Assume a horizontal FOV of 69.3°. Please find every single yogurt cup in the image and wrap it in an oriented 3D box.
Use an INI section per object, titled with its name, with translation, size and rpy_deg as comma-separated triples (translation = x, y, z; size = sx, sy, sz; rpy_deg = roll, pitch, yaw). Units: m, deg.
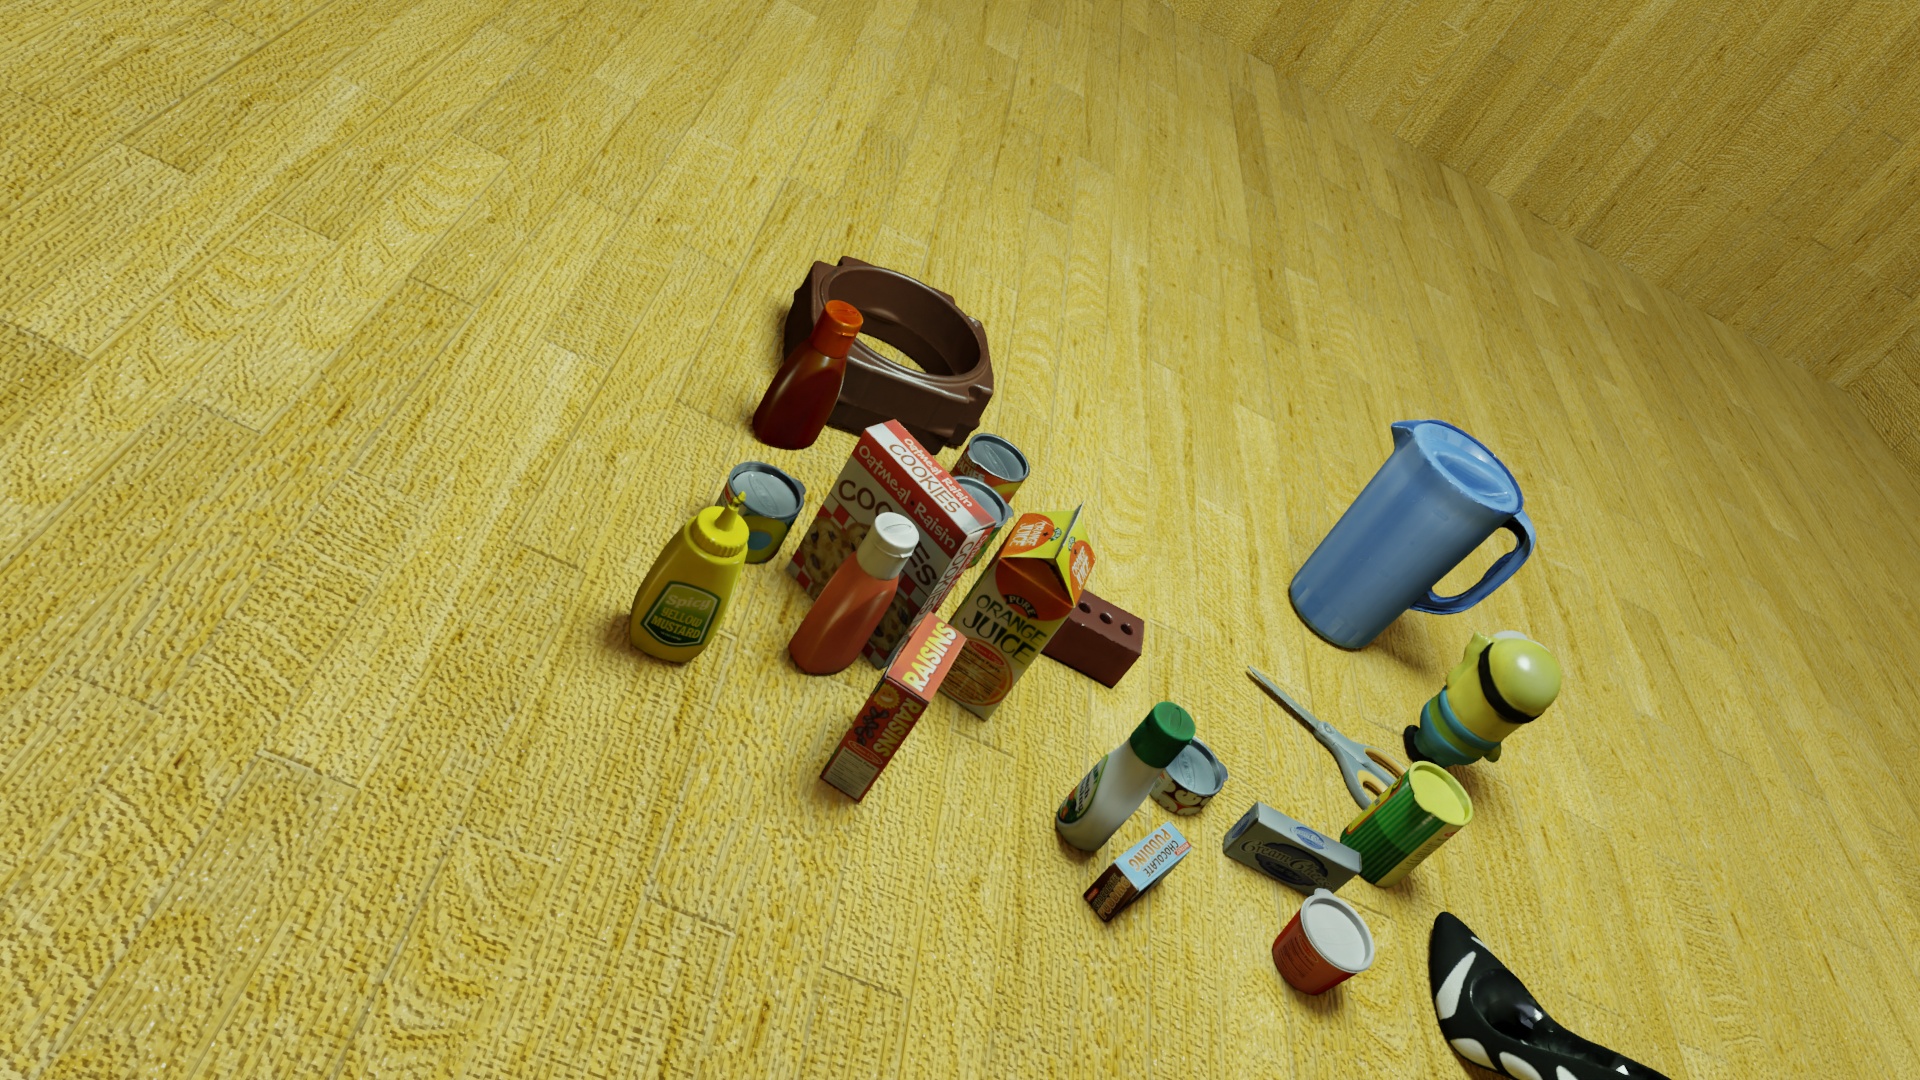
[yogurt cup]
translation = 0.286, 0.325, 1.107
size = 0.072, 0.053, 0.073
rpy_deg = 21, 38, -17

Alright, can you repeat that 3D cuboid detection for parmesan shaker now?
[parmesan shaker]
translation = 0.391, 0.252, 1.228
size = 0.071, 0.102, 0.072
rpy_deg = 21, 38, -17

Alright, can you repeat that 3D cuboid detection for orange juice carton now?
[orange juice carton]
translation = 0.045, 0.050, 1.124
size = 0.073, 0.191, 0.072
rpy_deg = 33, 36, -1

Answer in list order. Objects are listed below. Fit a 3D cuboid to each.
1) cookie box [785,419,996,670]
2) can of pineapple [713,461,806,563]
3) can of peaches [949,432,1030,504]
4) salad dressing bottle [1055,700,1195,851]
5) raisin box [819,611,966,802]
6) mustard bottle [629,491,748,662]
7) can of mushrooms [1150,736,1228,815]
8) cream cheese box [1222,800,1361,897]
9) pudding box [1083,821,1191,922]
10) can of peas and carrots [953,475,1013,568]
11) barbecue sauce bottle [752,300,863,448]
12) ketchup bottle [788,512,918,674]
[cookie box]
translation = -0.059, 0.004, 1.120
size = 0.123, 0.166, 0.040
rpy_deg = 46, 38, 17
[can of pineapple]
translation = -0.170, -0.023, 1.160
size = 0.071, 0.057, 0.071
rpy_deg = 21, 38, -17
[can of peaches]
translation = 0.023, -0.062, 1.351
size = 0.071, 0.057, 0.071
rpy_deg = 21, 38, -17
[salad dressing bottle]
translation = 0.127, 0.182, 1.072
size = 0.044, 0.147, 0.064
rpy_deg = 30, 36, -4
[raisin box]
translation = -0.050, 0.123, 1.027
size = 0.040, 0.122, 0.086
rpy_deg = 34, 36, 1
[mustard bottle]
translation = -0.190, 0.022, 1.005
size = 0.065, 0.159, 0.049
rpy_deg = 20, 38, -18
[can of mushrooms]
translation = 0.193, 0.201, 1.196
size = 0.071, 0.033, 0.071
rpy_deg = 21, 38, -17
[cream cheese box]
translation = 0.279, 0.264, 1.172
size = 0.104, 0.053, 0.024
rpy_deg = 28, 36, -8
[pudding box]
translation = 0.138, 0.256, 1.078
size = 0.030, 0.049, 0.084
rpy_deg = 48, 38, 19
[can of peas and carrots]
translation = 0.005, -0.016, 1.283
size = 0.071, 0.058, 0.071
rpy_deg = 21, 38, -17
[barbecue sauce bottle]
translation = -0.134, -0.149, 1.255
size = 0.065, 0.147, 0.044
rpy_deg = 1, 47, -37
[ketchup bottle]
translation = -0.079, 0.042, 1.077
size = 0.065, 0.148, 0.043
rpy_deg = -13, 56, -45
